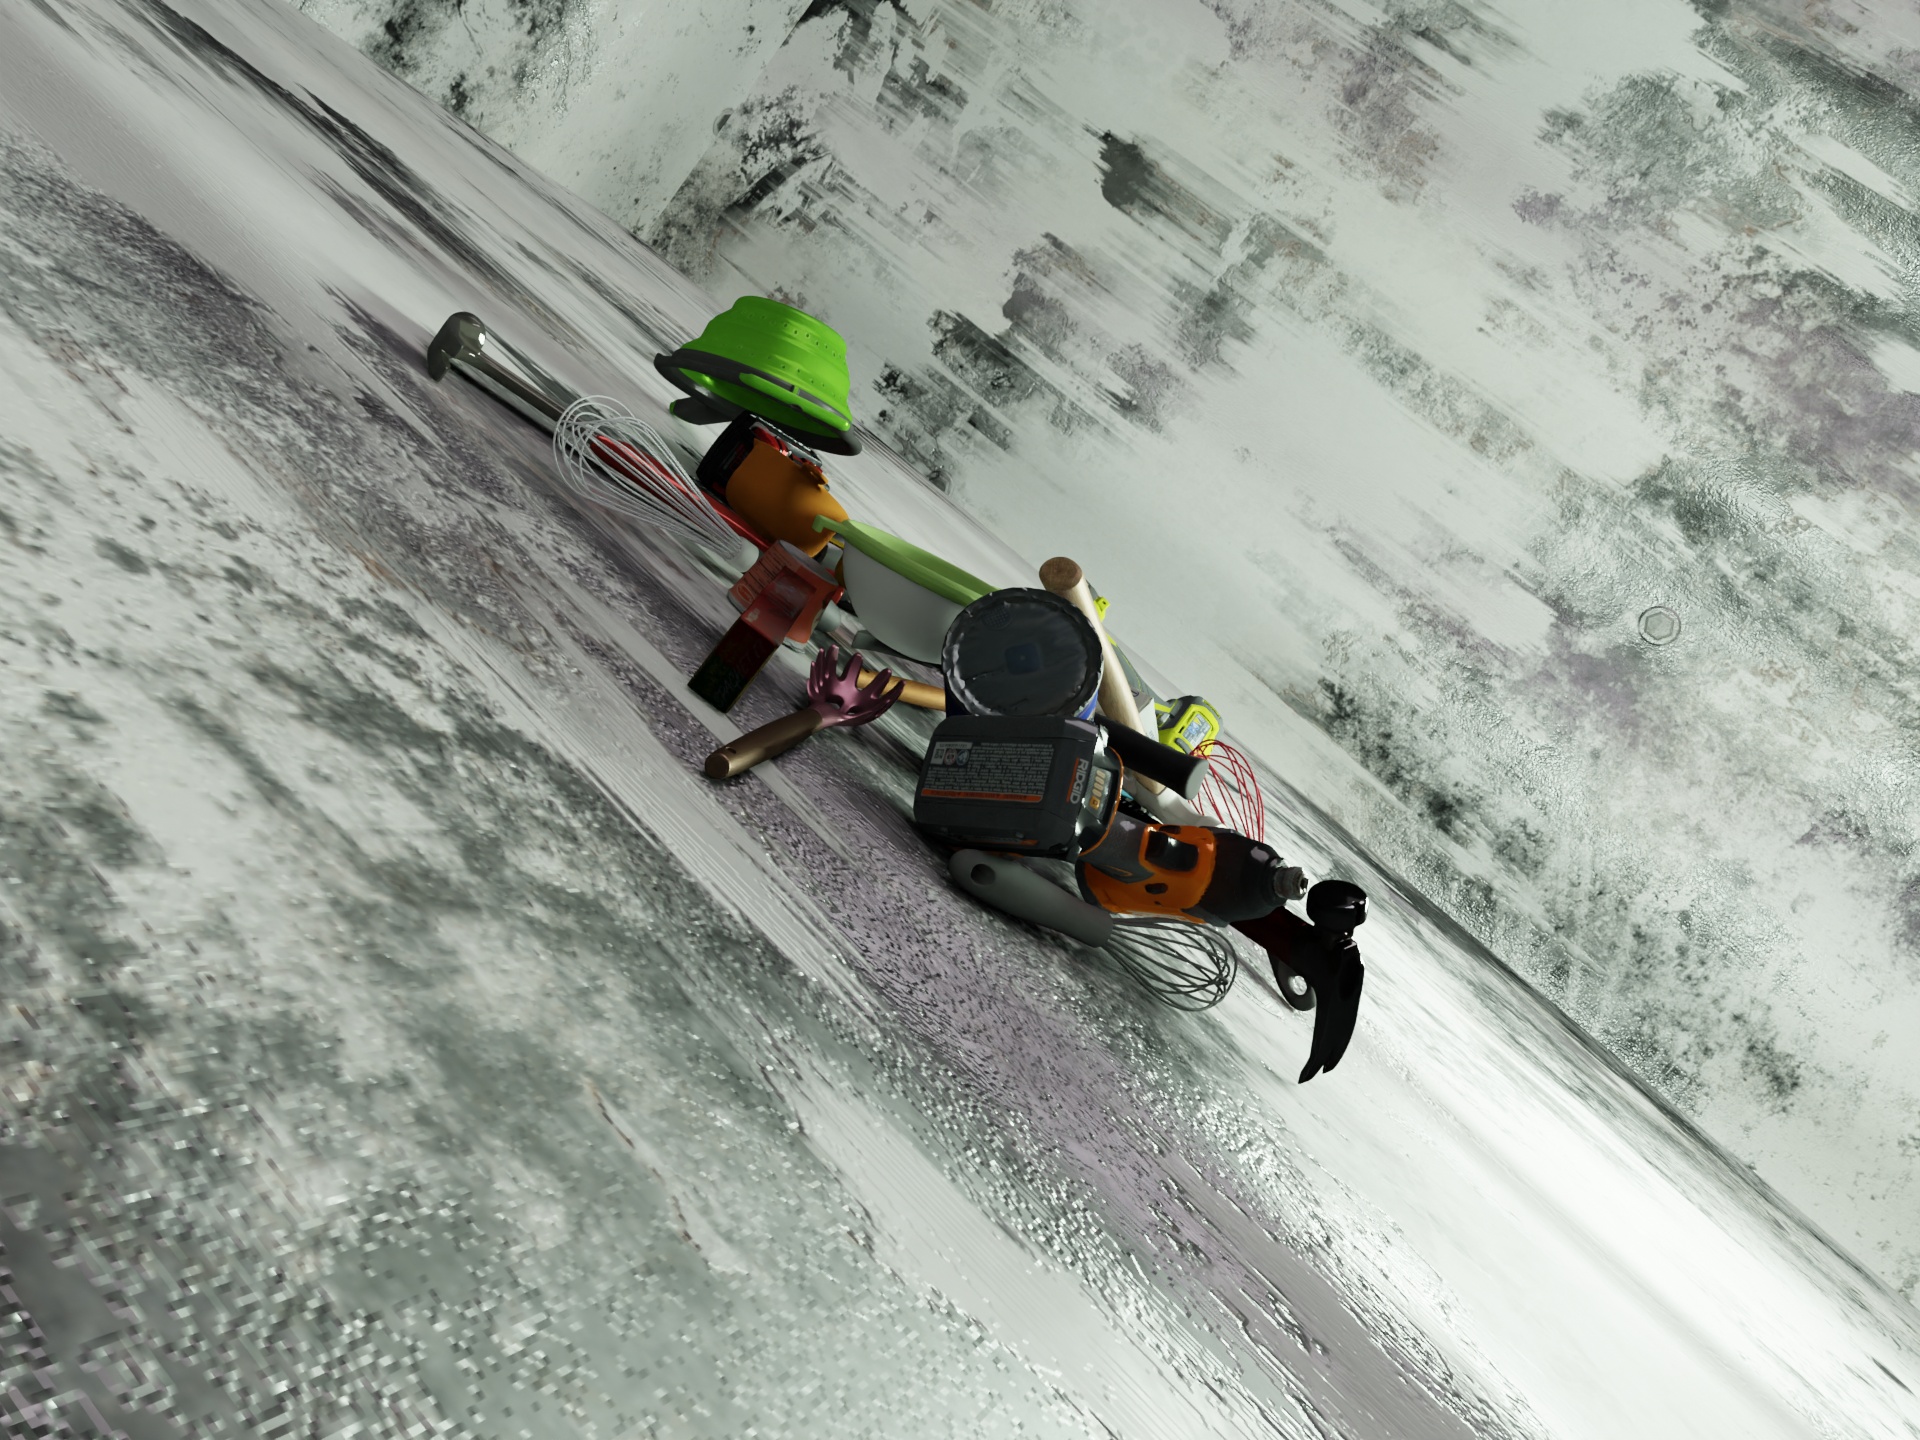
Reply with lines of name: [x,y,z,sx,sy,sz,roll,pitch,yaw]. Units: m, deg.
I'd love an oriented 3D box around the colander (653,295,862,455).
colander: [-0.205,-0.337,1.536,0.204,0.094,0.397,22,-2,-26]

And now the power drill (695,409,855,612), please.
power drill: [-0.139,-0.179,1.431,0.220,0.078,0.143,49,14,33]

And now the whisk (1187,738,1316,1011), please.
whisk: [0.245,0.125,1.346,0.073,0.073,0.296,32,28,-36]

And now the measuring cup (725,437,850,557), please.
measuring cup: [-0.125,-0.157,1.146,0.095,0.052,0.174,40,-3,-11]

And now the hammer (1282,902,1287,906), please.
hammer: [0.193,0.115,1.417,0.330,0.033,0.128,27,14,-50]

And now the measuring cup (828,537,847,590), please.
measuring cup: [-0.116,-0.135,1.254,0.156,0.029,0.062,28,13,-8]

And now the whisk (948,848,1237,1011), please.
whisk: [0.084,0.122,0.950,0.238,0.055,0.055,27,14,-35]

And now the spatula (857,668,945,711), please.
spatula: [-0.002,-0.004,1.282,0.081,0.041,0.322,43,15,29]

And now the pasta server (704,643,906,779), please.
pasta server: [-0.089,-0.004,0.909,0.060,0.040,0.316,27,10,5]

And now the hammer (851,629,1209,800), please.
hammer: [0.055,-0.014,1.211,0.146,0.035,0.335,16,8,-46]

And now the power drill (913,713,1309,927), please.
power drill: [0.099,0.070,0.973,0.164,0.084,0.226,1,-21,44]

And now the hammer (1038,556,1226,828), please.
hammer: [0.121,-0.014,1.240,0.130,0.031,0.331,37,-15,38]

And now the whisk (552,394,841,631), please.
whisk: [-0.180,-0.135,1.140,0.284,0.070,0.070,37,8,-43]

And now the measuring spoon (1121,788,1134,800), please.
measuring spoon: [0.158,0.061,1.437,0.128,0.021,0.042,23,-2,-28]

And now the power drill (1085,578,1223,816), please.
power drill: [0.147,-0.019,1.554,0.228,0.080,0.190,47,37,-1]

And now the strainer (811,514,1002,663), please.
strainer: [-0.015,-0.082,1.196,0.151,0.069,0.256,30,8,17]

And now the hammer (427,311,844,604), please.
hammer: [-0.235,-0.185,1.203,0.358,0.036,0.149,34,11,-25]

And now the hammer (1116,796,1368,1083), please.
hammer: [0.142,0.106,1.158,0.038,0.143,0.387,-14,30,-29]
